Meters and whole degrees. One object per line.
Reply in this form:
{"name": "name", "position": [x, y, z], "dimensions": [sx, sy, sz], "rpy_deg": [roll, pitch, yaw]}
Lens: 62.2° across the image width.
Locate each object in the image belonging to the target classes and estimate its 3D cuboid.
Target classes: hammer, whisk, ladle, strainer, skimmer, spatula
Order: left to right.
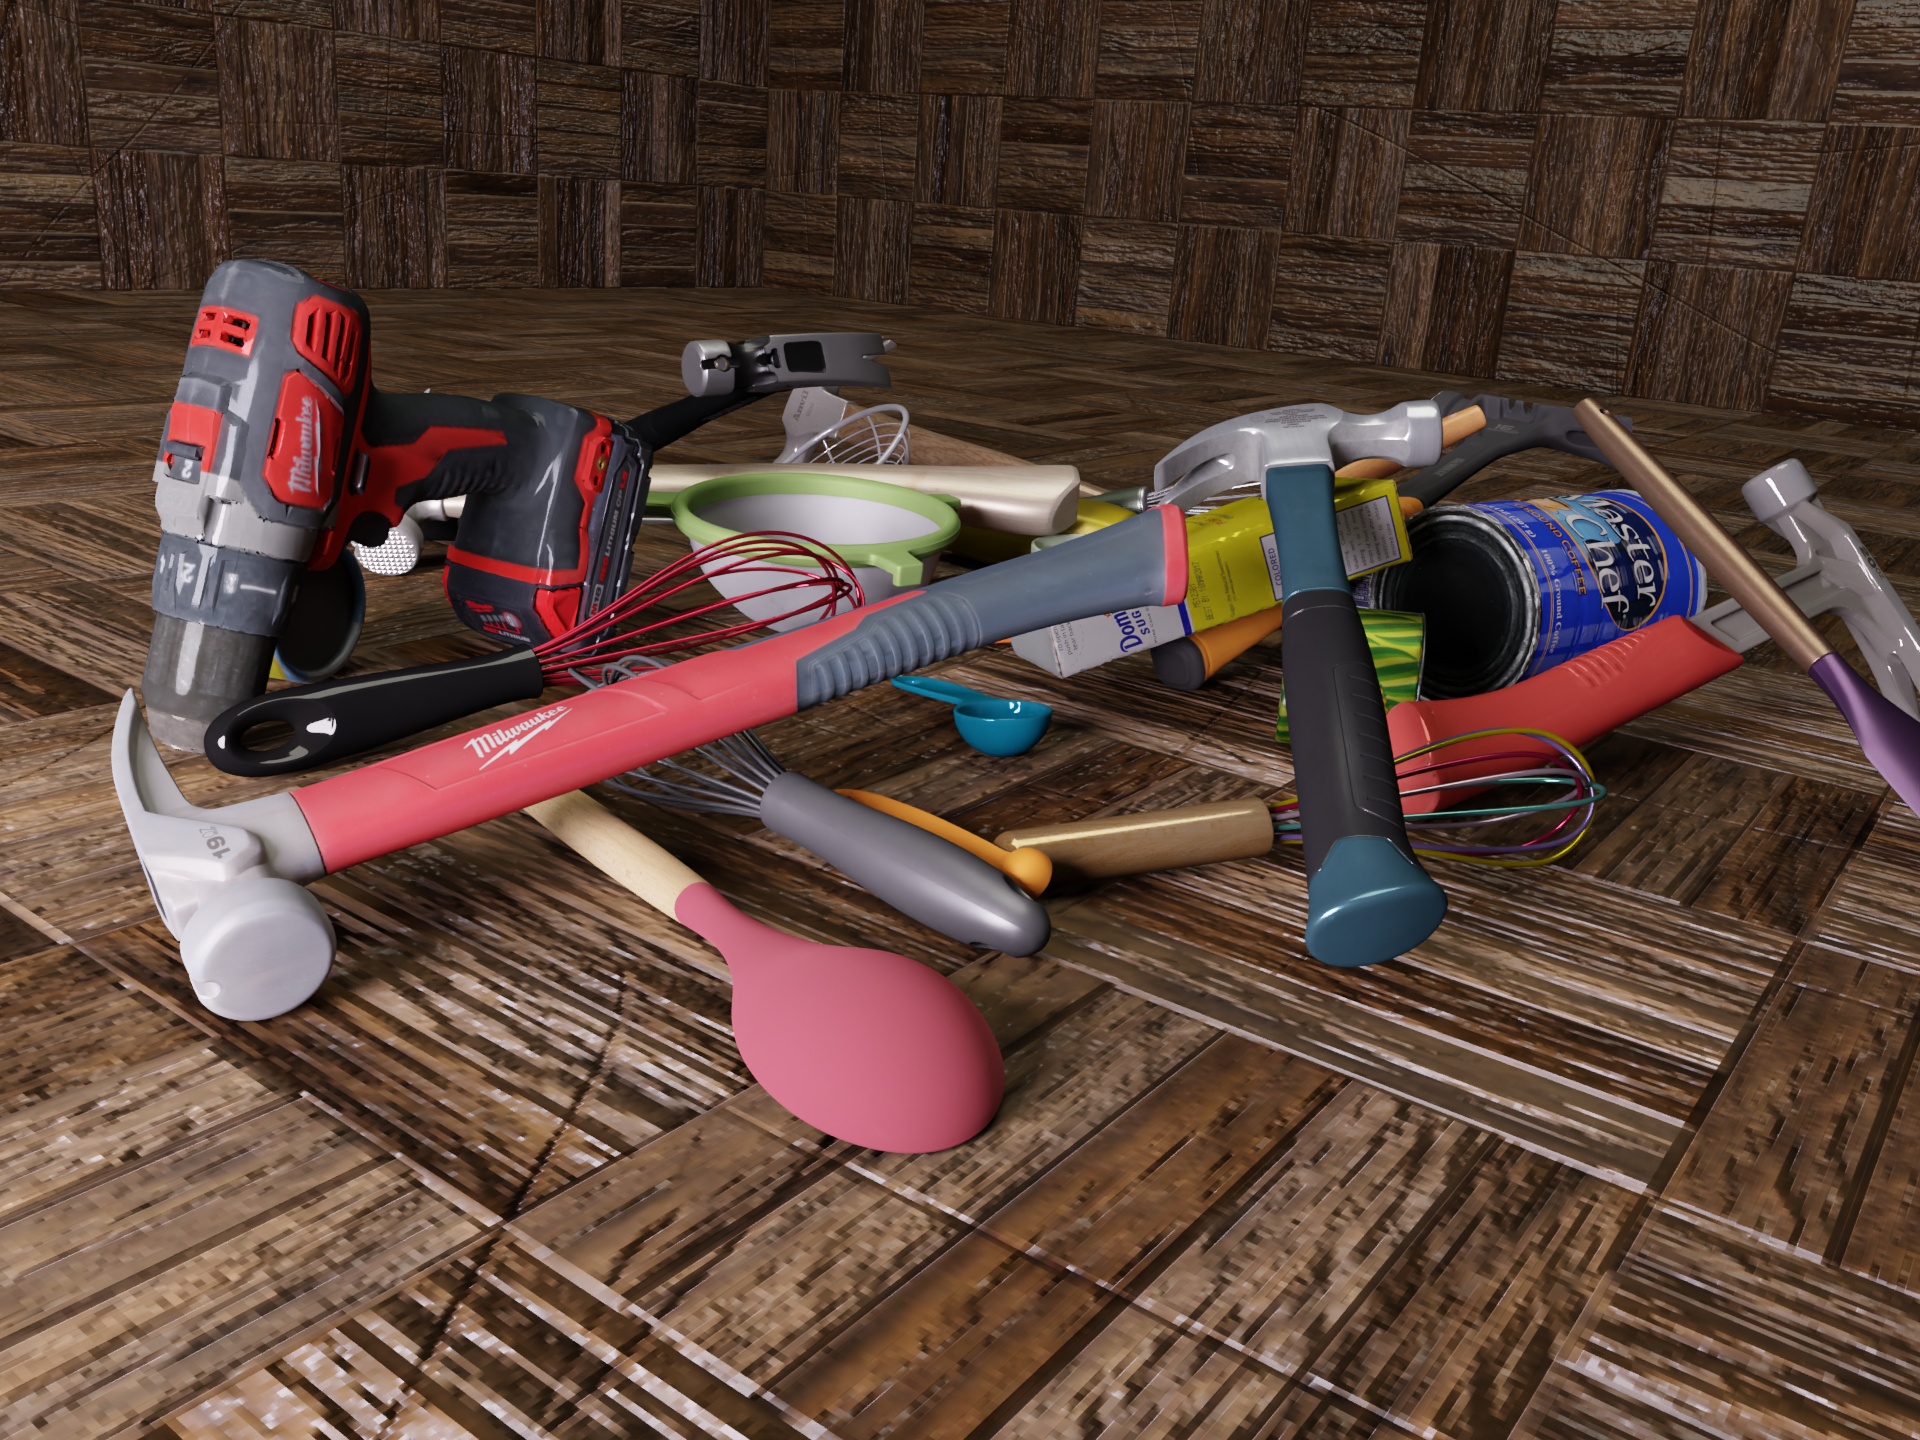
{"name": "whisk", "position": [-0.164, -0.026, 0.671], "dimensions": [0.296, 0.073, 0.073], "rpy_deg": [-18, 28, -36]}
{"name": "skimmer", "position": [-0.210, -0.158, 1.006], "dimensions": [0.363, 0.090, 0.127], "rpy_deg": [-3, 22, -20]}
{"name": "ladle", "position": [-0.097, 0.051, 0.512], "dimensions": [0.069, 0.031, 0.316], "rpy_deg": [-11, 22, -37]}
{"name": "hammer", "position": [-0.182, -0.207, 1.078], "dimensions": [0.146, 0.035, 0.335], "rpy_deg": [-13, 4, -35]}
{"name": "strainer", "position": [-0.129, -0.087, 0.844], "dimensions": [0.256, 0.069, 0.151], "rpy_deg": [6, 22, 6]}
{"name": "hammer", "position": [-0.081, -0.019, 0.557], "dimensions": [0.386, 0.038, 0.143], "rpy_deg": [-20, 39, -29]}
{"name": "hammer", "position": [-0.136, -0.143, 0.943], "dimensions": [0.410, 0.038, 0.146], "rpy_deg": [0, 43, -3]}
{"name": "whisk", "position": [-0.062, 0.027, 0.558], "dimensions": [0.239, 0.055, 0.055], "rpy_deg": [24, 27, 37]}
{"name": "hammer", "position": [0.012, -0.182, 1.129], "dimensions": [0.331, 0.130, 0.031], "rpy_deg": [23, 10, 26]}
{"name": "whisk", "position": [0.129, -0.142, 1.029], "dimensions": [0.246, 0.059, 0.057], "rpy_deg": [-6, -27, 26]}
{"name": "spatula", "position": [0.122, -0.100, 0.847], "dimensions": [0.322, 0.041, 0.081], "rpy_deg": [-24, 16, 9]}
{"name": "whisk", "position": [0.130, 0.039, 0.577], "dimensions": [0.245, 0.047, 0.051], "rpy_deg": [-6, 22, -16]}
{"name": "hammer", "position": [0.140, -0.035, 0.607], "dimensions": [0.128, 0.033, 0.331], "rpy_deg": [-3, 37, 8]}
{"name": "hammer", "position": [0.228, -0.102, 0.864], "dimensions": [0.337, 0.034, 0.127], "rpy_deg": [-33, 36, -32]}
{"name": "hammer", "position": [0.323, -0.017, 0.726], "dimensions": [0.359, 0.149, 0.036], "rpy_deg": [-20, -13, -32]}
{"name": "spatula", "position": [0.363, -0.043, 0.697], "dimensions": [0.059, 0.018, 0.316], "rpy_deg": [-5, 48, -24]}

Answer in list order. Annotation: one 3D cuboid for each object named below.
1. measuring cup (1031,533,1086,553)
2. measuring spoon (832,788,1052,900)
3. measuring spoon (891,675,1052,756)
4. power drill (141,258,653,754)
{"name": "measuring cup", "position": [0.115, -0.072, 0.908], "dimensions": [0.168, 0.038, 0.083], "rpy_deg": [18, 22, 30]}
{"name": "measuring spoon", "position": [-0.014, 0.040, 0.554], "dimensions": [0.117, 0.021, 0.011], "rpy_deg": [16, -20, 44]}
{"name": "measuring spoon", "position": [-0.001, -0.002, 0.714], "dimensions": [0.042, 0.021, 0.129], "rpy_deg": [-6, 12, -26]}
{"name": "power drill", "position": [-0.241, -0.075, 0.681], "dimensions": [0.080, 0.188, 0.226], "rpy_deg": [14, 2, 25]}
